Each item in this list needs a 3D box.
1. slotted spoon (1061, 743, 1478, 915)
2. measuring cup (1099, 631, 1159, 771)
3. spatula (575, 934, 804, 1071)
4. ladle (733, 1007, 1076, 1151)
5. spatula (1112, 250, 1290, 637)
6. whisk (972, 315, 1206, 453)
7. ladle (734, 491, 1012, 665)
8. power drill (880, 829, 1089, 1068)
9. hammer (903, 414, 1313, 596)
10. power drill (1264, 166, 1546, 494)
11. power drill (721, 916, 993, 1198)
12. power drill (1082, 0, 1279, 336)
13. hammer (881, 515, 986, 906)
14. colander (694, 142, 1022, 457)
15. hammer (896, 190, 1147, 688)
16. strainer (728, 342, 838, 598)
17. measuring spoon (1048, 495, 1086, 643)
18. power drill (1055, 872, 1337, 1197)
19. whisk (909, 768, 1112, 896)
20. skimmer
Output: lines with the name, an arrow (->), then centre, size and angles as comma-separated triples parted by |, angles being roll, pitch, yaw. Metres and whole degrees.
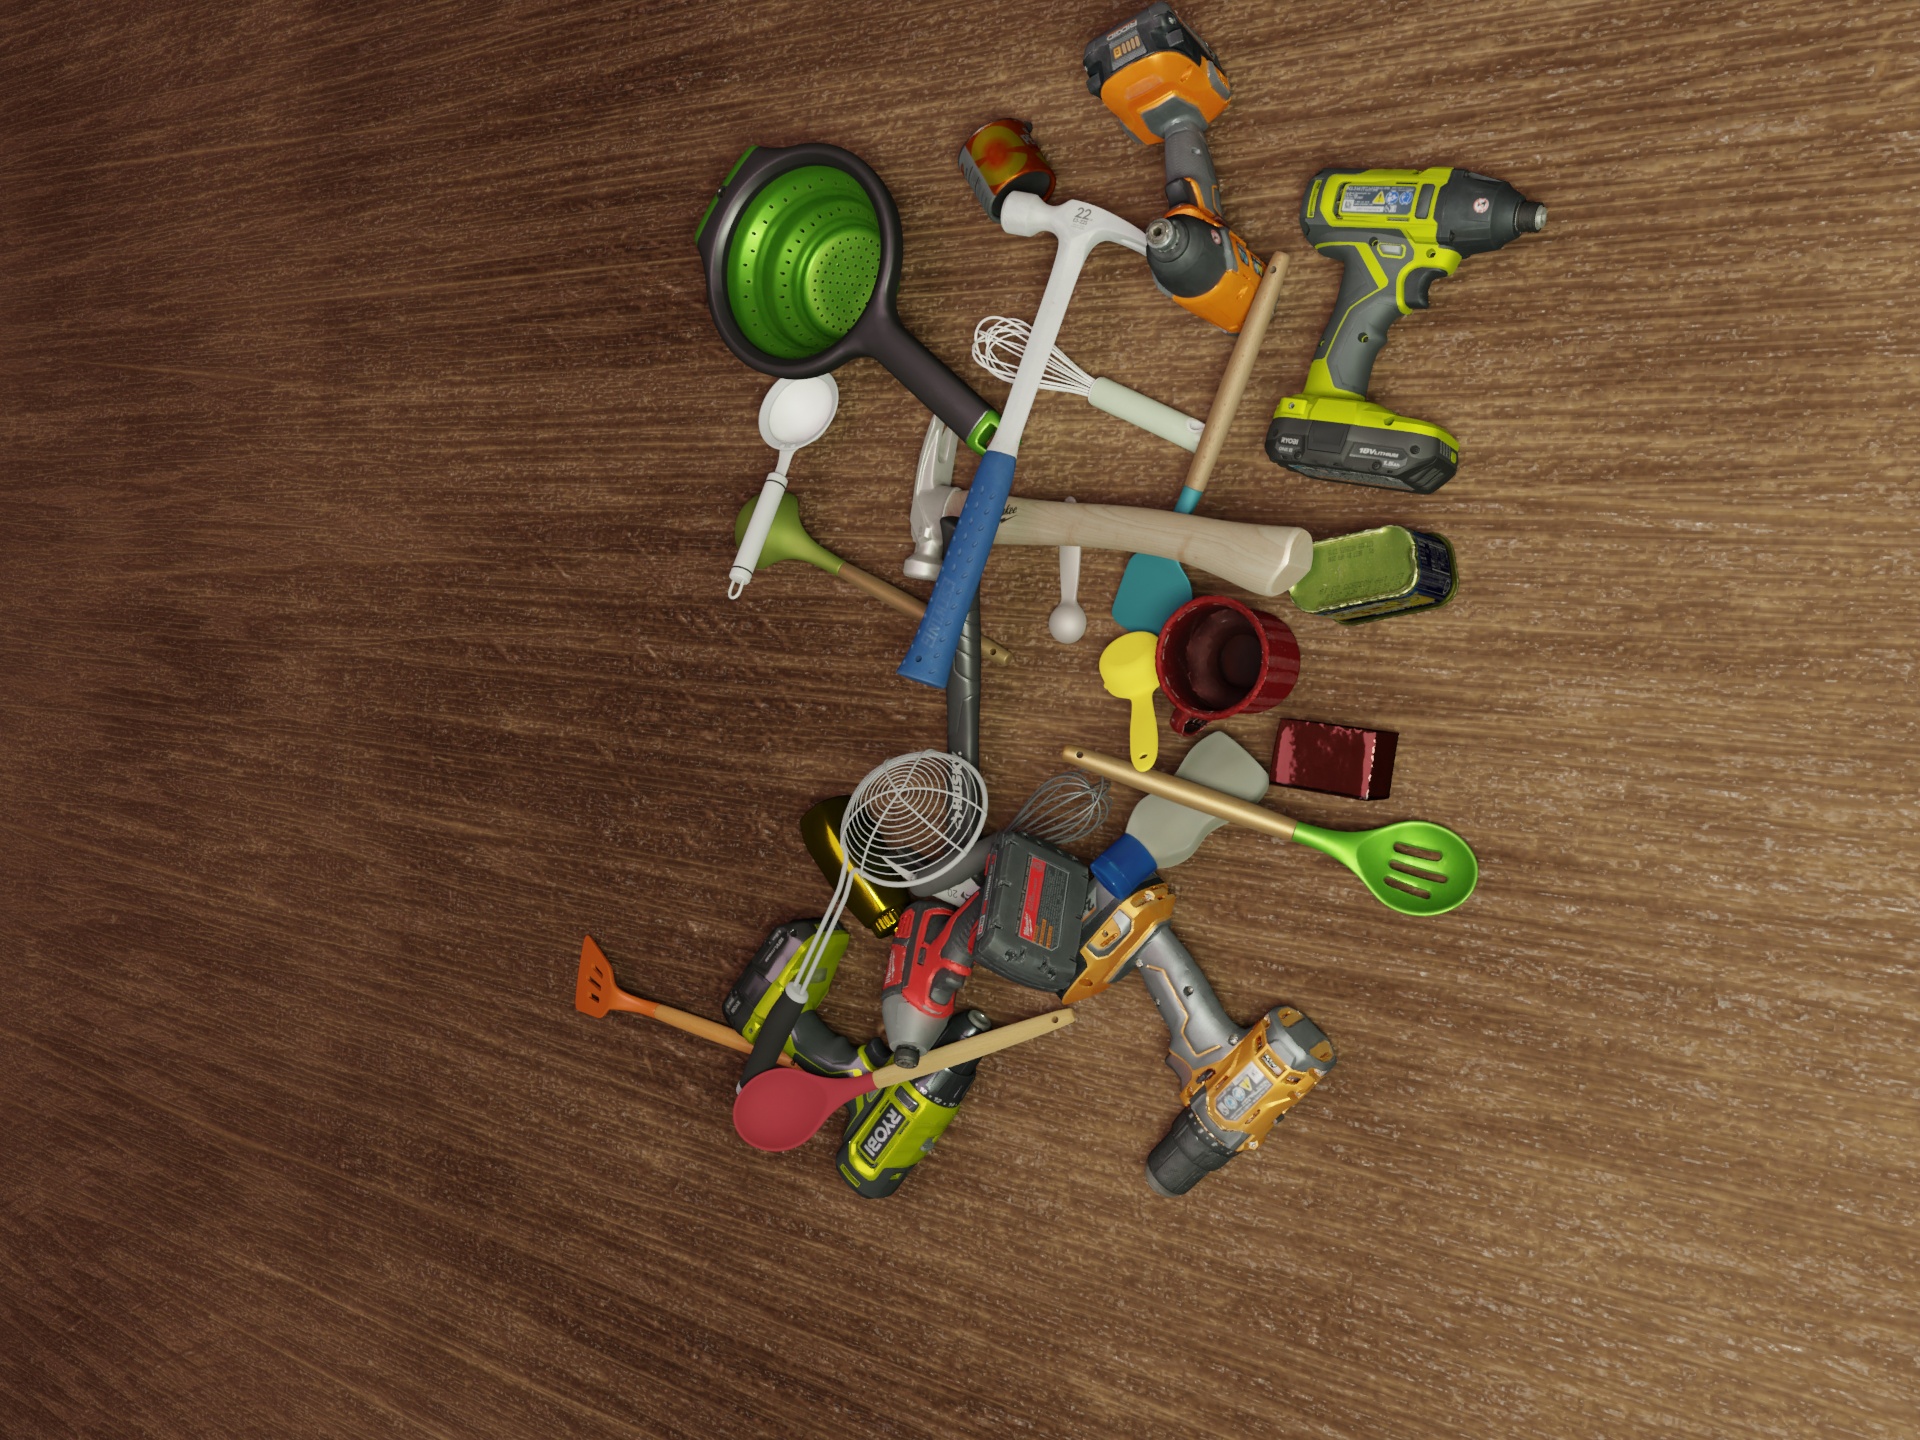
slotted spoon -> 0.223, 0.071, 1.178 | 0.314, 0.031, 0.070 | 19, 78, 14
measuring cup -> 0.136, -0.018, 1.232 | 0.062, 0.157, 0.029 | -20, 123, 17
spatula -> -0.273, 0.292, 1.571 | 0.323, 0.041, 0.081 | 13, 97, 30
ladle -> -0.049, 0.294, 1.339 | 0.315, 0.031, 0.069 | -21, 77, 16
spatula -> 0.193, -0.204, 1.231 | 0.082, 0.044, 0.317 | 30, 110, 31
whisk -> 0.106, -0.274, 1.312 | 0.246, 0.058, 0.059 | 32, 141, 27
ladle -> -0.081, -0.123, 1.441 | 0.320, 0.062, 0.078 | 30, 95, 24
power drill -> 0.006, 0.188, 1.271 | 0.219, 0.078, 0.143 | -41, 30, 49
hammer -> 0.104, -0.163, 1.260 | 0.411, 0.038, 0.146 | 14, 97, 46
power drill -> 0.315, -0.284, 1.148 | 0.171, 0.080, 0.223 | 15, 94, 34
power drill -> -0.089, 0.280, 1.413 | 0.229, 0.080, 0.190 | 42, 107, 25
power drill -> 0.164, -0.415, 1.200 | 0.084, 0.164, 0.227 | -19, 77, 30
hammer -> -0.002, -0.004, 1.342 | 0.146, 0.035, 0.334 | 9, 107, 34
colander -> -0.069, -0.349, 1.400 | 0.397, 0.094, 0.204 | 46, 111, 22
hammer -> 0.041, -0.220, 1.261 | 0.144, 0.035, 0.405 | 18, 87, 22
strainer -> -0.165, -0.224, 1.453 | 0.087, 0.050, 0.258 | 7, 68, 31
measuring spoon -> 0.088, -0.127, 1.333 | 0.034, 0.018, 0.124 | 0, 89, 34
power drill -> 0.156, 0.245, 1.247 | 0.226, 0.084, 0.185 | 47, 115, 21
whisk -> 0.036, 0.097, 1.294 | 0.239, 0.055, 0.055 | -31, 72, 41
skimmer -> -0.093, 0.185, 1.355 | 0.127, 0.090, 0.363 | 49, 123, 40
